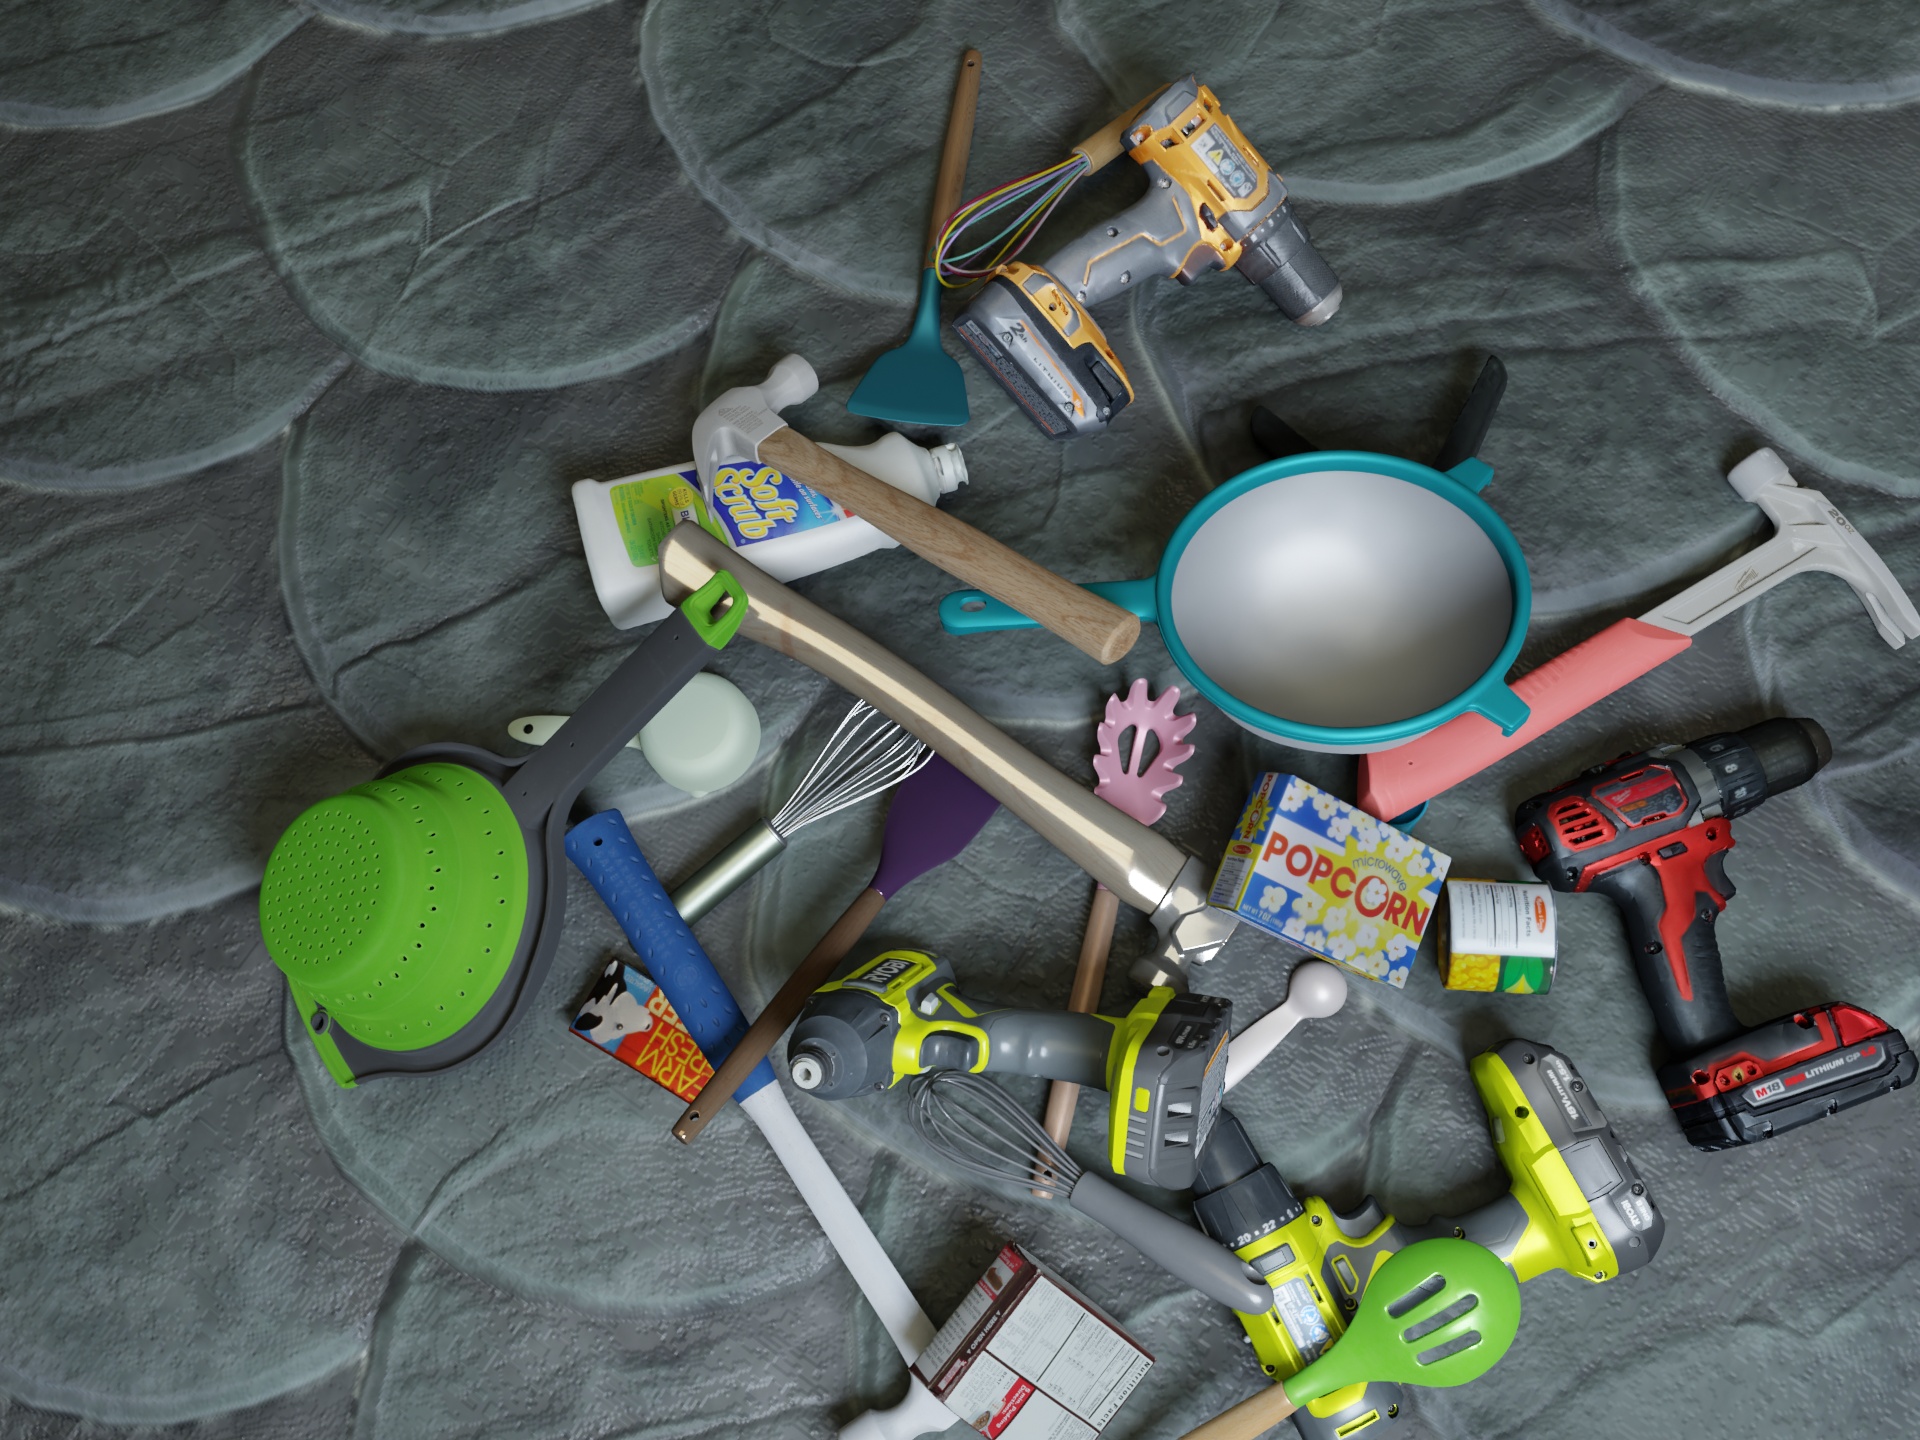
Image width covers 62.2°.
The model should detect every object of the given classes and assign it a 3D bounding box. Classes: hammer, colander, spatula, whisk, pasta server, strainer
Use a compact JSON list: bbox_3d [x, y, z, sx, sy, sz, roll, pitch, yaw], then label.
[{"bbox_3d":[-0.002,-0.003,0.955,0.410,0.038,0.146,34,80,4],"label":"hammer"},{"bbox_3d":[-0.035,-0.121,0.964,0.331,0.031,0.130,32,60,27],"label":"hammer"},{"bbox_3d":[-0.284,0.049,0.927,0.397,0.094,0.205,-44,62,10],"label":"colander"},{"bbox_3d":[-0.013,-0.340,1.107,0.082,0.044,0.318,7,73,4],"label":"spatula"},{"bbox_3d":[0.068,-0.371,1.096,0.245,0.051,0.047,-41,117,-21],"label":"whisk"},{"bbox_3d":[-0.107,0.224,0.933,0.144,0.035,0.406,-33,79,-10],"label":"hammer"},{"bbox_3d":[-0.111,0.064,0.998,0.246,0.059,0.058,-40,92,-2],"label":"whisk"},{"bbox_3d":[0.085,0.129,0.965,0.060,0.040,0.316,14,76,1],"label":"pasta server"},{"bbox_3d":[-0.068,0.122,0.950,0.060,0.018,0.316,32,62,13],"label":"spatula"},{"bbox_3d":[0.161,-0.051,0.958,0.340,0.095,0.211,-2,56,10],"label":"strainer"},{"bbox_3d":[0.401,-0.029,0.971,0.359,0.036,0.149,-29,73,-9],"label":"hammer"},{"bbox_3d":[0.068,0.263,0.894,0.239,0.055,0.055,25,77,26],"label":"whisk"}]

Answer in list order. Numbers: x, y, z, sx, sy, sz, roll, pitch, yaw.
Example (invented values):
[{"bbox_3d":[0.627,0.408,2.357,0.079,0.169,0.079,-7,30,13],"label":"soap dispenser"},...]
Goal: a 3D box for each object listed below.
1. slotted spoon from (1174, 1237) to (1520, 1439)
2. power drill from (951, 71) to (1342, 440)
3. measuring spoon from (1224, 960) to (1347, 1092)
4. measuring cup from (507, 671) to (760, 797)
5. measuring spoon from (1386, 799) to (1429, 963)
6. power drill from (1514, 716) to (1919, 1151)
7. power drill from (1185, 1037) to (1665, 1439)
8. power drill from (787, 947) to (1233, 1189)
[{"bbox_3d":[0.155,0.371,0.842,0.313,0.031,0.070,-38,73,15],"label":"slotted spoon"},{"bbox_3d":[0.130,-0.282,1.047,0.226,0.084,0.185,-45,103,-6],"label":"power drill"},{"bbox_3d":[0.181,0.189,0.949,0.124,0.018,0.034,-40,75,-6],"label":"measuring spoon"},{"bbox_3d":[-0.214,0.004,1.025,0.167,0.038,0.083,2,74,3],"label":"measuring cup"},{"bbox_3d":[0.266,0.089,0.975,0.042,0.021,0.129,0,83,-3],"label":"measuring spoon"},{"bbox_3d":[0.452,0.114,0.920,0.188,0.080,0.227,-21,70,-2],"label":"power drill"},{"bbox_3d":[0.247,0.270,0.890,0.228,0.080,0.191,-27,74,0],"label":"power drill"},{"bbox_3d":[0.026,0.183,0.866,0.223,0.171,0.080,7,98,18],"label":"power drill"}]
